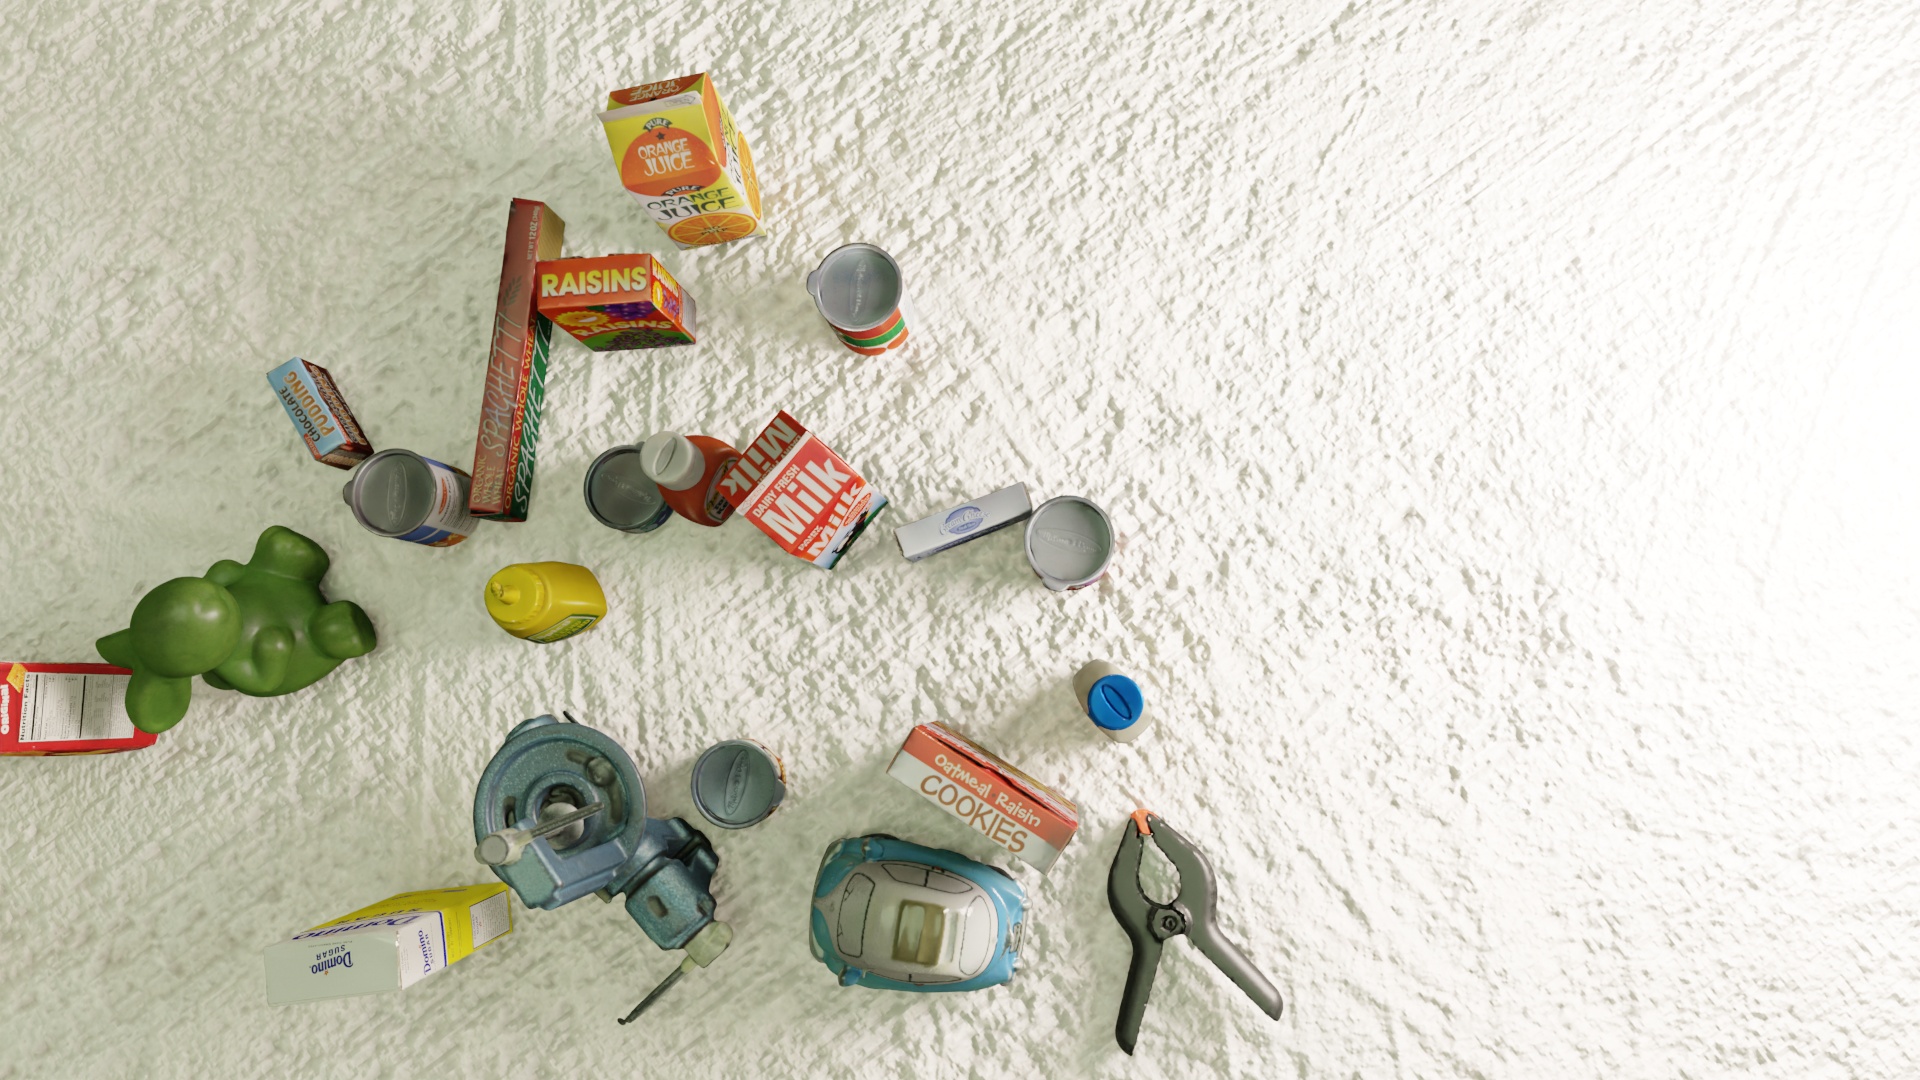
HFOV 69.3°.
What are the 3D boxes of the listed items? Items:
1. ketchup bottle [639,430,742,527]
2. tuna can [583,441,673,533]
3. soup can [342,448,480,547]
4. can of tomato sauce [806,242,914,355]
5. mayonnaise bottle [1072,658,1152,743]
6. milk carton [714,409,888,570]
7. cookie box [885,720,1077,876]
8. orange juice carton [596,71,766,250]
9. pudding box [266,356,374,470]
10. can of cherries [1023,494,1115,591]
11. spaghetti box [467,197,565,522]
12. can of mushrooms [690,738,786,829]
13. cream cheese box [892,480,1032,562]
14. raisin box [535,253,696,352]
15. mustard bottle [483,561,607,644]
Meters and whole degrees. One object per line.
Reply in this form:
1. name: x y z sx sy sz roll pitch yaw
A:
1. ketchup bottle: -0.194 -0.049 1.009 0.043 0.148 0.065 23 86 7
2. tuna can: -0.252 -0.041 1.071 0.071 0.033 0.071 0 83 4
3. soup can: -0.414 -0.031 1.056 0.071 0.083 0.071 0 84 4
4. can of tomato sauce: -0.073 -0.180 1.049 0.071 0.083 0.071 0 84 4
5. mayonnaise bottle: 0.107 0.112 0.968 0.041 0.148 0.065 -39 82 0
6. milk carton: -0.112 -0.035 0.980 0.073 0.190 0.072 40 88 7
7. cookie box: 0.019 0.172 0.957 0.123 0.167 0.040 31 87 7
8. orange juice carton: -0.201 -0.280 1.015 0.072 0.192 0.073 -10 83 3
9. pudding box: -0.501 -0.099 1.088 0.030 0.049 0.084 -33 82 0
10. can of cherries: 0.079 0.005 1.028 0.071 0.058 0.071 0 83 4
11. spaghetti box: -0.344 -0.138 1.081 0.029 0.050 0.250 5 84 5
12. can of mushrooms: -0.163 0.182 1.037 0.071 0.033 0.071 0 83 4
13. cream cheese box: 0.004 -0.013 1.038 0.104 0.053 0.024 -21 83 2
14. raisin box: -0.255 -0.177 1.042 0.086 0.123 0.040 -3 84 4
15. mustard bottle: -0.306 0.044 1.001 0.065 0.160 0.049 -27 82 1
